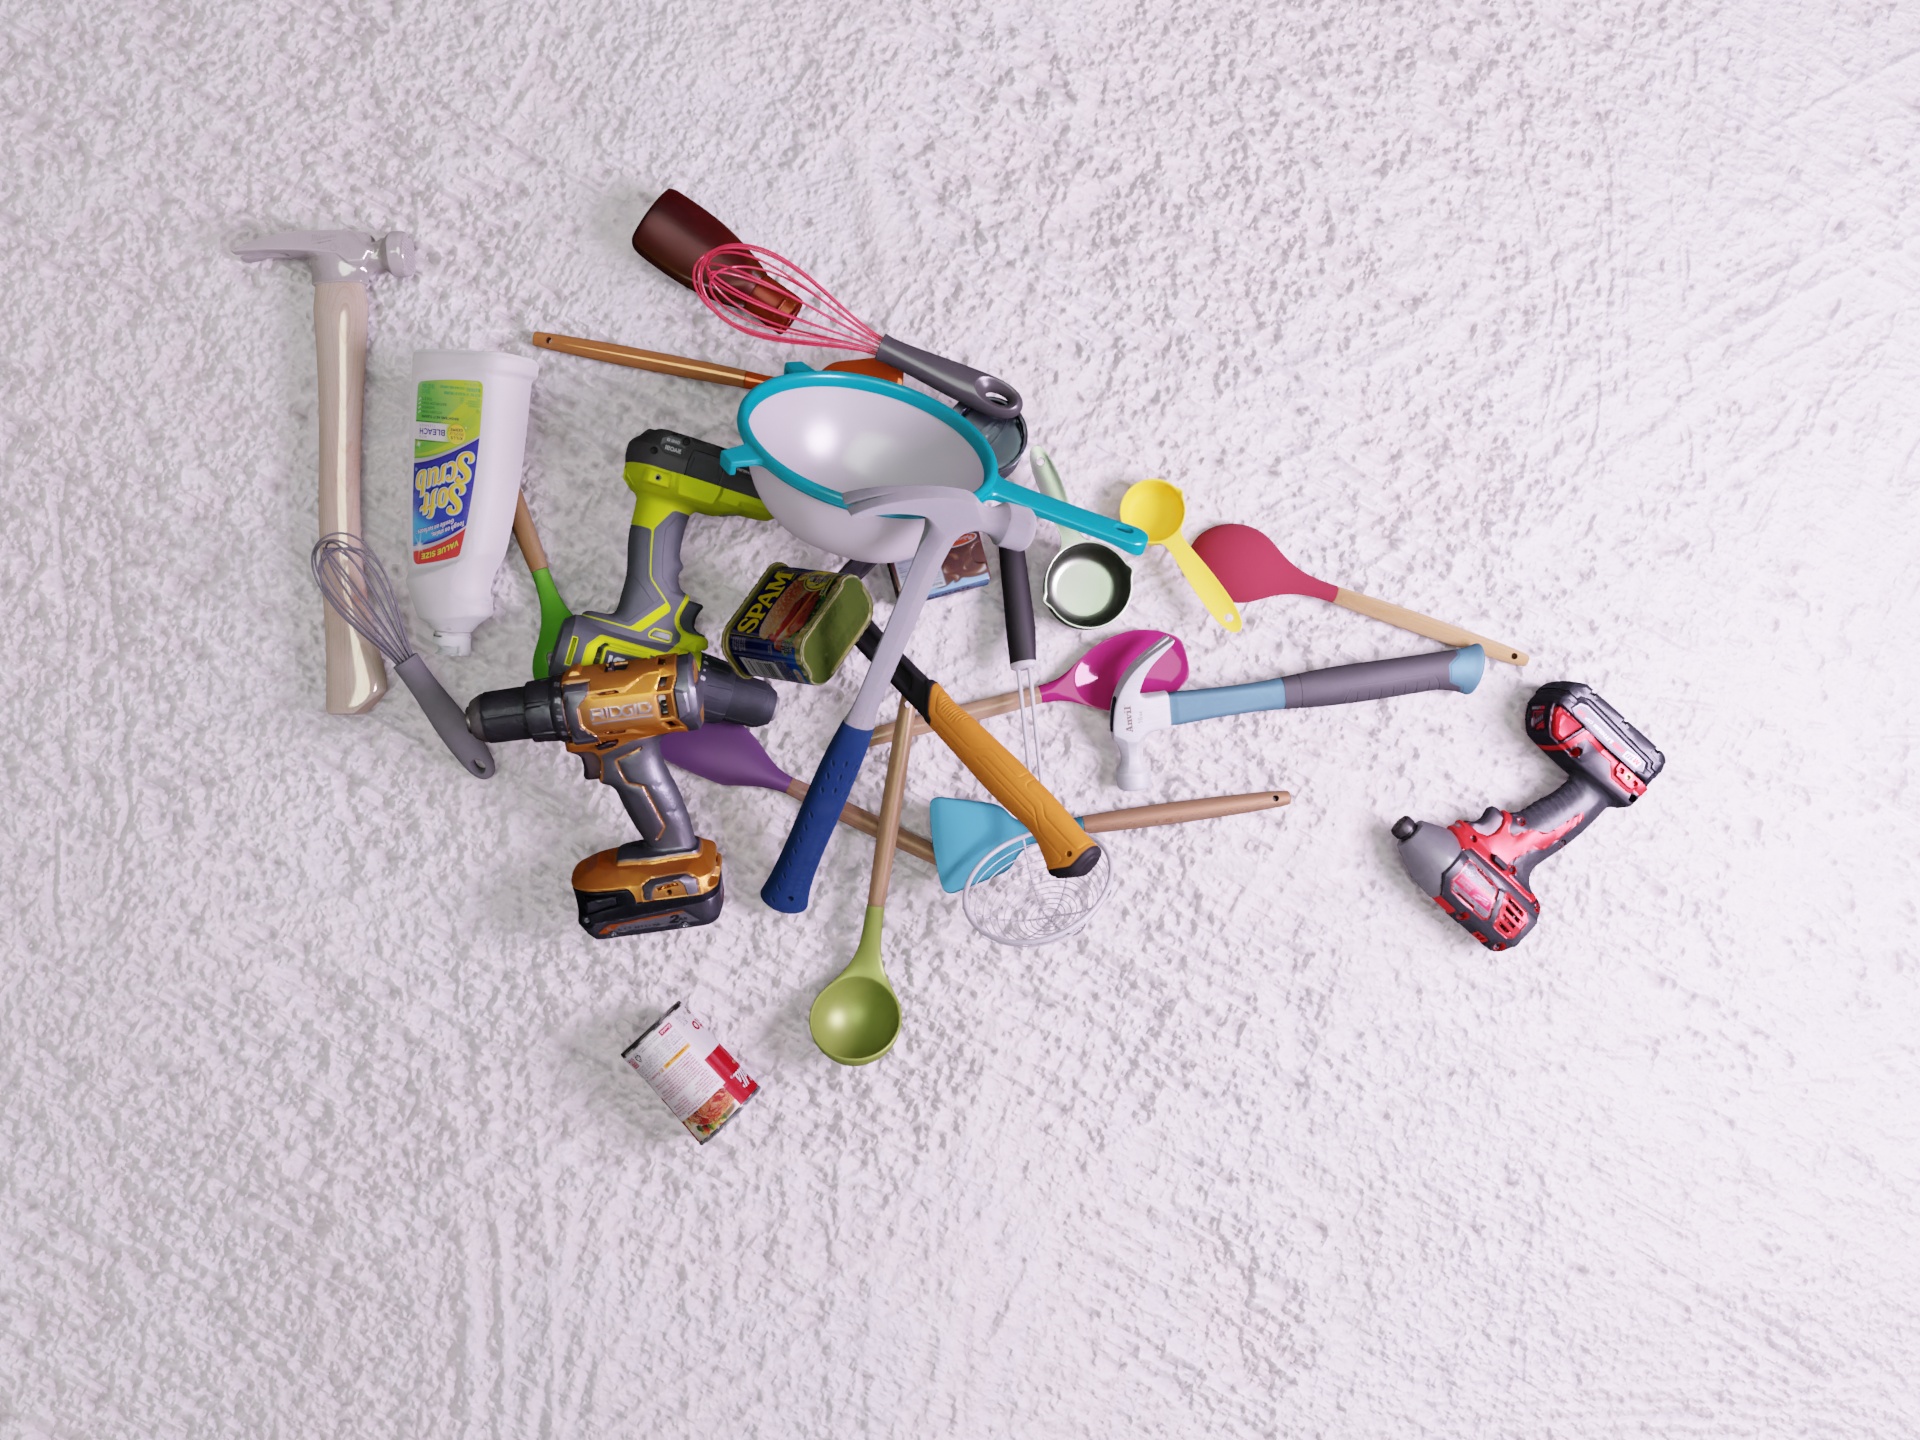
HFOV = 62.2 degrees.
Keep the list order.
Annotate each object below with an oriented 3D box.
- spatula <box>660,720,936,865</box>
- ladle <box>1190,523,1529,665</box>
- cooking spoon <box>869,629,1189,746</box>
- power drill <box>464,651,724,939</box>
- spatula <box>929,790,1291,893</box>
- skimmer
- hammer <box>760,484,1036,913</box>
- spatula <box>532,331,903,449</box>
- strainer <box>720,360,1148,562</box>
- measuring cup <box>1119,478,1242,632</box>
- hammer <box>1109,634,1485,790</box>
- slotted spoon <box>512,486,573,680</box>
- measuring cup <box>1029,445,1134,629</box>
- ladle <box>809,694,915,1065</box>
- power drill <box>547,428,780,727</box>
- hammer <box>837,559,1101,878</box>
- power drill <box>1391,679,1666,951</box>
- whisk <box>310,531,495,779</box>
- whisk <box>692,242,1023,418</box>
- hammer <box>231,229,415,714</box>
[{"bbox_3d":[-0.123,0.065,1.370,0.316,0.018,0.060,26,82,-1],"label":"spatula"},{"bbox_3d":[0.353,-0.101,1.399,0.315,0.031,0.069,18,93,-4],"label":"ladle"},{"bbox_3d":[0.044,-0.017,1.382,0.319,0.017,0.069,-14,91,-4],"label":"cooking spoon"},{"bbox_3d":[-0.290,0.061,1.292,0.185,0.084,0.226,-7,112,-3],"label":"power drill"},{"bbox_3d":[0.132,0.088,1.370,0.317,0.044,0.082,-8,81,-4],"label":"spatula"},{"bbox_3d":[0.051,0.007,1.318,0.127,0.090,0.363,-9,77,17],"label":"skimmer"},{"bbox_3d":[-0.082,-0.008,1.258,0.144,0.035,0.405,11,122,-24],"label":"hammer"},{"bbox_3d":[-0.210,-0.300,1.368,0.322,0.041,0.081,11,95,-1],"label":"spatula"},{"bbox_3d":[-0.022,-0.170,1.285,0.340,0.211,0.095,19,127,-1],"label":"strainer"},{"bbox_3d":[0.196,-0.140,1.381,0.062,0.029,0.156,-35,84,4],"label":"measuring cup"},{"bbox_3d":[0.292,-0.024,1.377,0.331,0.033,0.128,-8,102,-4],"label":"hammer"},{"bbox_3d":[-0.371,-0.151,1.362,0.070,0.031,0.314,-21,88,-1],"label":"slotted spoon"},{"bbox_3d":[0.093,-0.157,1.382,0.083,0.038,0.167,-21,87,-4],"label":"measuring cup"},{"bbox_3d":[-0.068,0.131,1.337,0.078,0.062,0.320,9,92,4],"label":"ladle"},{"bbox_3d":[-0.224,-0.112,1.336,0.190,0.080,0.228,16,88,-18],"label":"power drill"},{"bbox_3d":[-0.002,-0.004,1.292,0.127,0.034,0.337,-49,66,13],"label":"hammer"},{"bbox_3d":[0.483,0.076,1.375,0.143,0.078,0.219,42,89,0],"label":"power drill"},{"bbox_3d":[-0.458,-0.050,1.323,0.055,0.055,0.238,-32,107,-4],"label":"whisk"},{"bbox_3d":[-0.084,-0.319,1.321,0.296,0.073,0.073,24,87,-3],"label":"whisk"},{"bbox_3d":[-0.536,-0.210,1.350,0.146,0.038,0.411,-2,88,-2],"label":"hammer"}]
